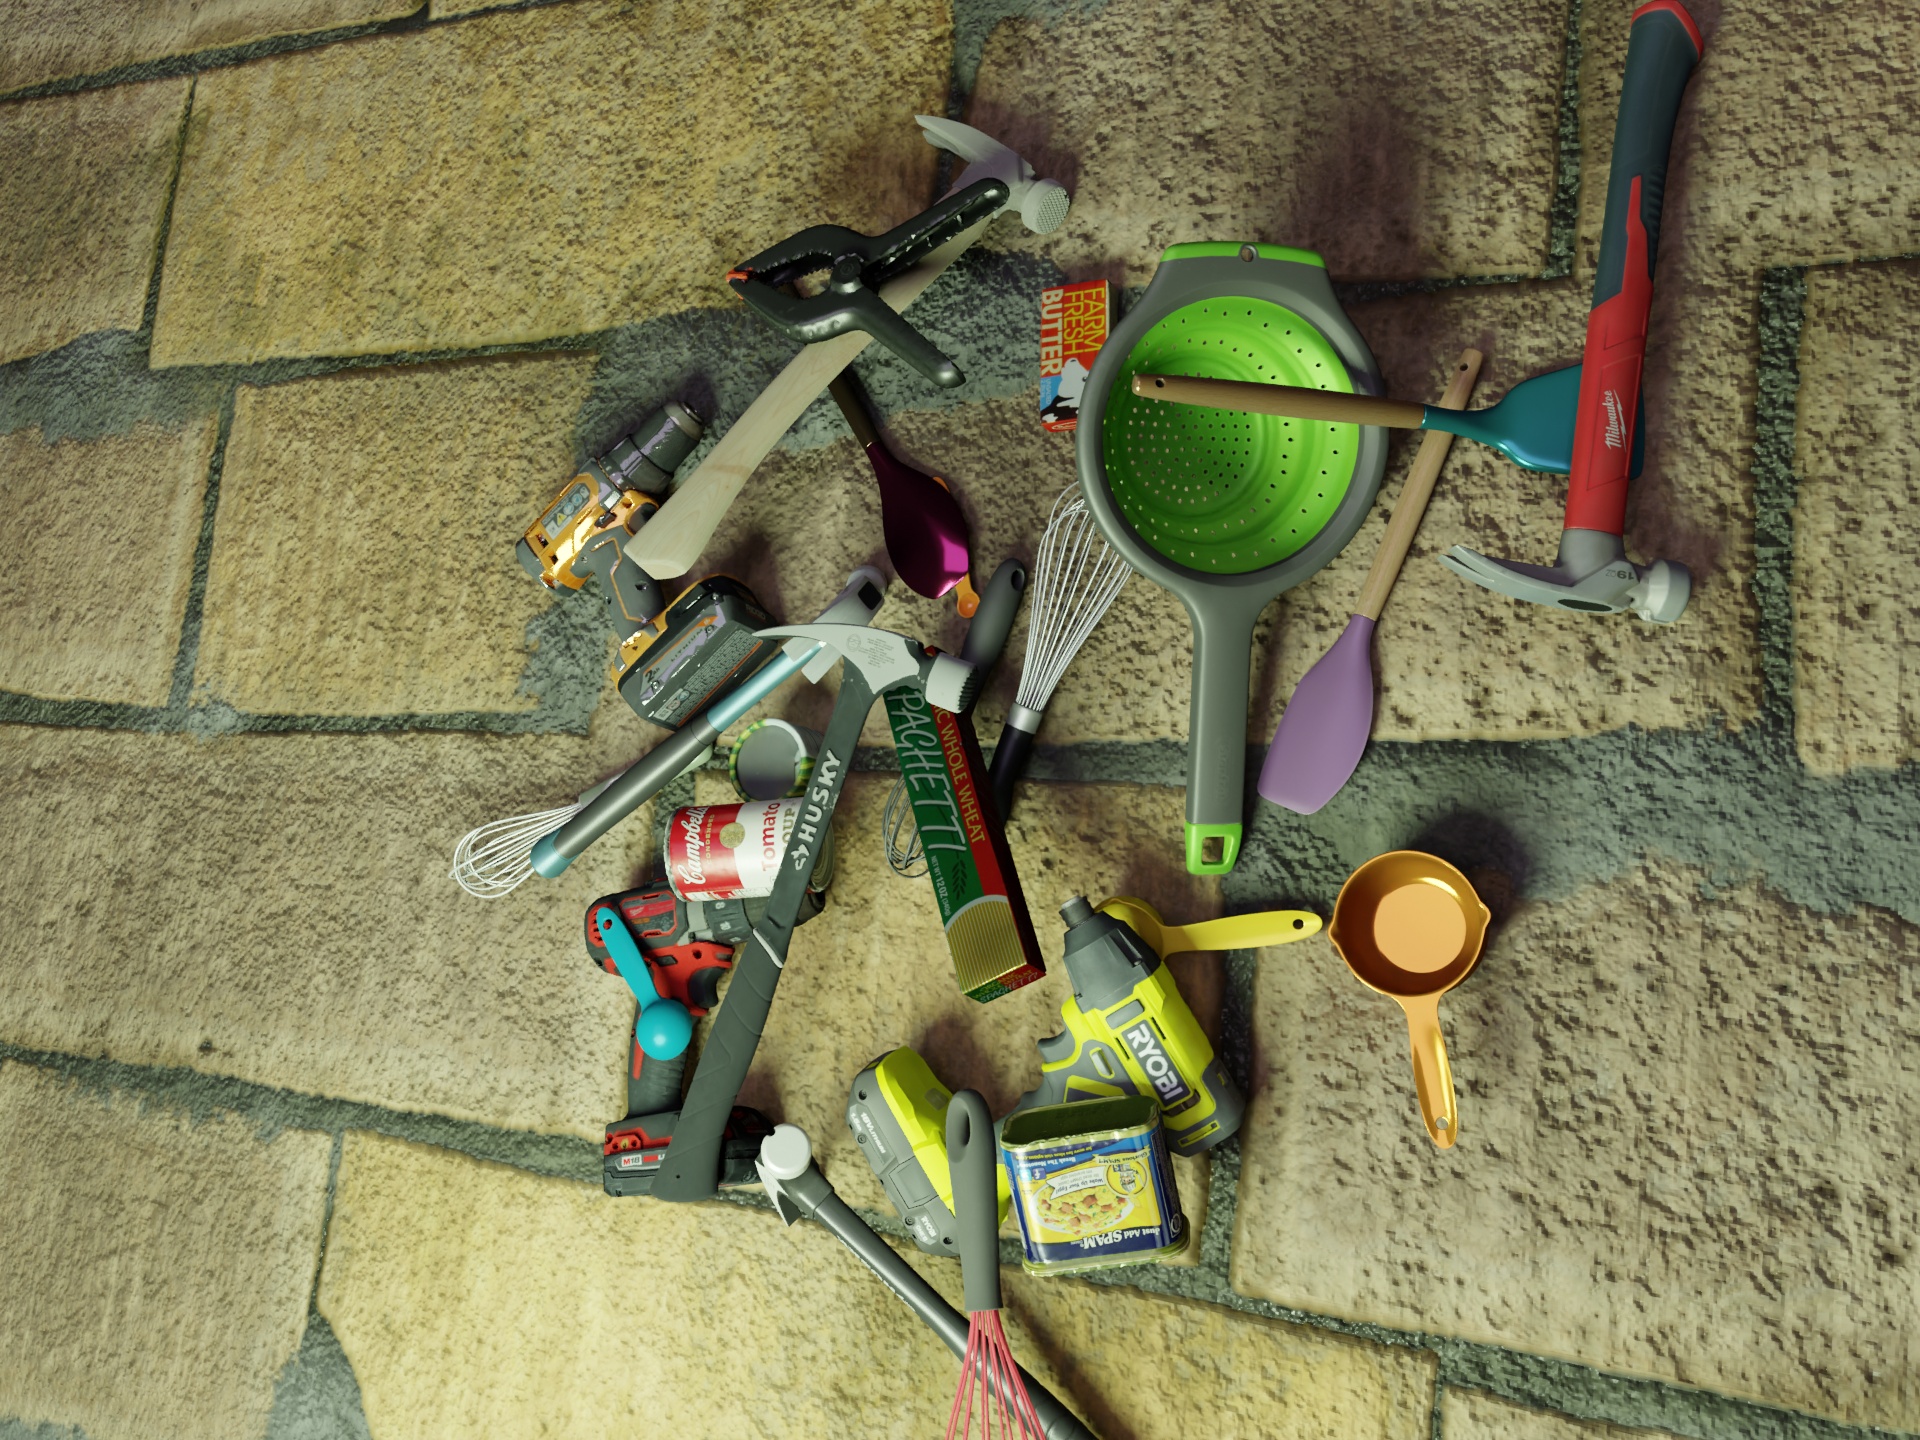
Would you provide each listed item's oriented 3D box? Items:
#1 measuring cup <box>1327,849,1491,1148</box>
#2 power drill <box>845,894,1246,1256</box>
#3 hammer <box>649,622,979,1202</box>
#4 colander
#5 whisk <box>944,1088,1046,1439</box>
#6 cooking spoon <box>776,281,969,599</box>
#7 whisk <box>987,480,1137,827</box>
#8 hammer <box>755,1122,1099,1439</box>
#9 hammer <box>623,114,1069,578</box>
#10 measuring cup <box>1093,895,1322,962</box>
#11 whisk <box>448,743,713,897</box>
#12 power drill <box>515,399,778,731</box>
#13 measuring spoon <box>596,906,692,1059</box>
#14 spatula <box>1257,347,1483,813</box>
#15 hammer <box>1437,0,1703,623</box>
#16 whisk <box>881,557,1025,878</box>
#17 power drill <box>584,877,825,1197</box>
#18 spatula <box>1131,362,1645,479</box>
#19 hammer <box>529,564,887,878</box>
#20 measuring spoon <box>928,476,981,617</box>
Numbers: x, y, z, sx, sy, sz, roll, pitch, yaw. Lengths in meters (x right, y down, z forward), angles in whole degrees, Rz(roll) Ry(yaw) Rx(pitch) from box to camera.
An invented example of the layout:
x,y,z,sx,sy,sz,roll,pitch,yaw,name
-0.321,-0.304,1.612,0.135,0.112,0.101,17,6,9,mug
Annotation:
x,y,z,sx,sy,sz,roll,pitch,yaw,name
0.279,0.165,0.953,0.095,0.052,0.174,-12,78,23,measuring cup
0.046,0.230,1.022,0.223,0.080,0.171,-33,85,15,power drill
-0.125,0.129,1.049,0.149,0.036,0.409,21,94,14,hammer
0.160,-0.102,1.035,0.204,0.094,0.397,0,99,-12,colander
0.015,0.369,0.942,0.073,0.073,0.296,-12,72,23,whisk
-0.077,-0.226,1.207,0.068,0.017,0.319,-38,66,24,cooking spoon
0.057,-0.032,1.093,0.070,0.070,0.284,24,96,27,whisk
-0.003,0.393,1.021,0.335,0.146,0.035,40,66,14,hammer
-0.106,-0.273,1.177,0.146,0.038,0.410,40,86,27,hammer
0.155,0.136,1.031,0.156,0.029,0.062,-8,98,13,measuring cup
-0.297,0.071,1.243,0.246,0.059,0.058,-28,80,13,whisk
-0.231,-0.126,1.232,0.185,0.084,0.226,-44,62,10,power drill
-0.232,0.182,1.125,0.042,0.021,0.129,-39,64,7,measuring spoon
0.271,-0.089,1.020,0.060,0.018,0.316,22,91,33,spatula
0.386,-0.257,0.963,0.143,0.038,0.386,11,81,-3,hammer
-0.001,-0.003,1.119,0.055,0.055,0.239,18,84,27,whisk
-0.178,0.218,1.145,0.188,0.080,0.227,-13,72,19,power drill
0.261,-0.194,0.969,0.317,0.044,0.082,3,81,-11,spatula
-0.187,0.008,1.159,0.331,0.128,0.033,-38,102,14,hammer
-0.004,-0.127,1.162,0.021,0.011,0.117,-27,67,28,measuring spoon
